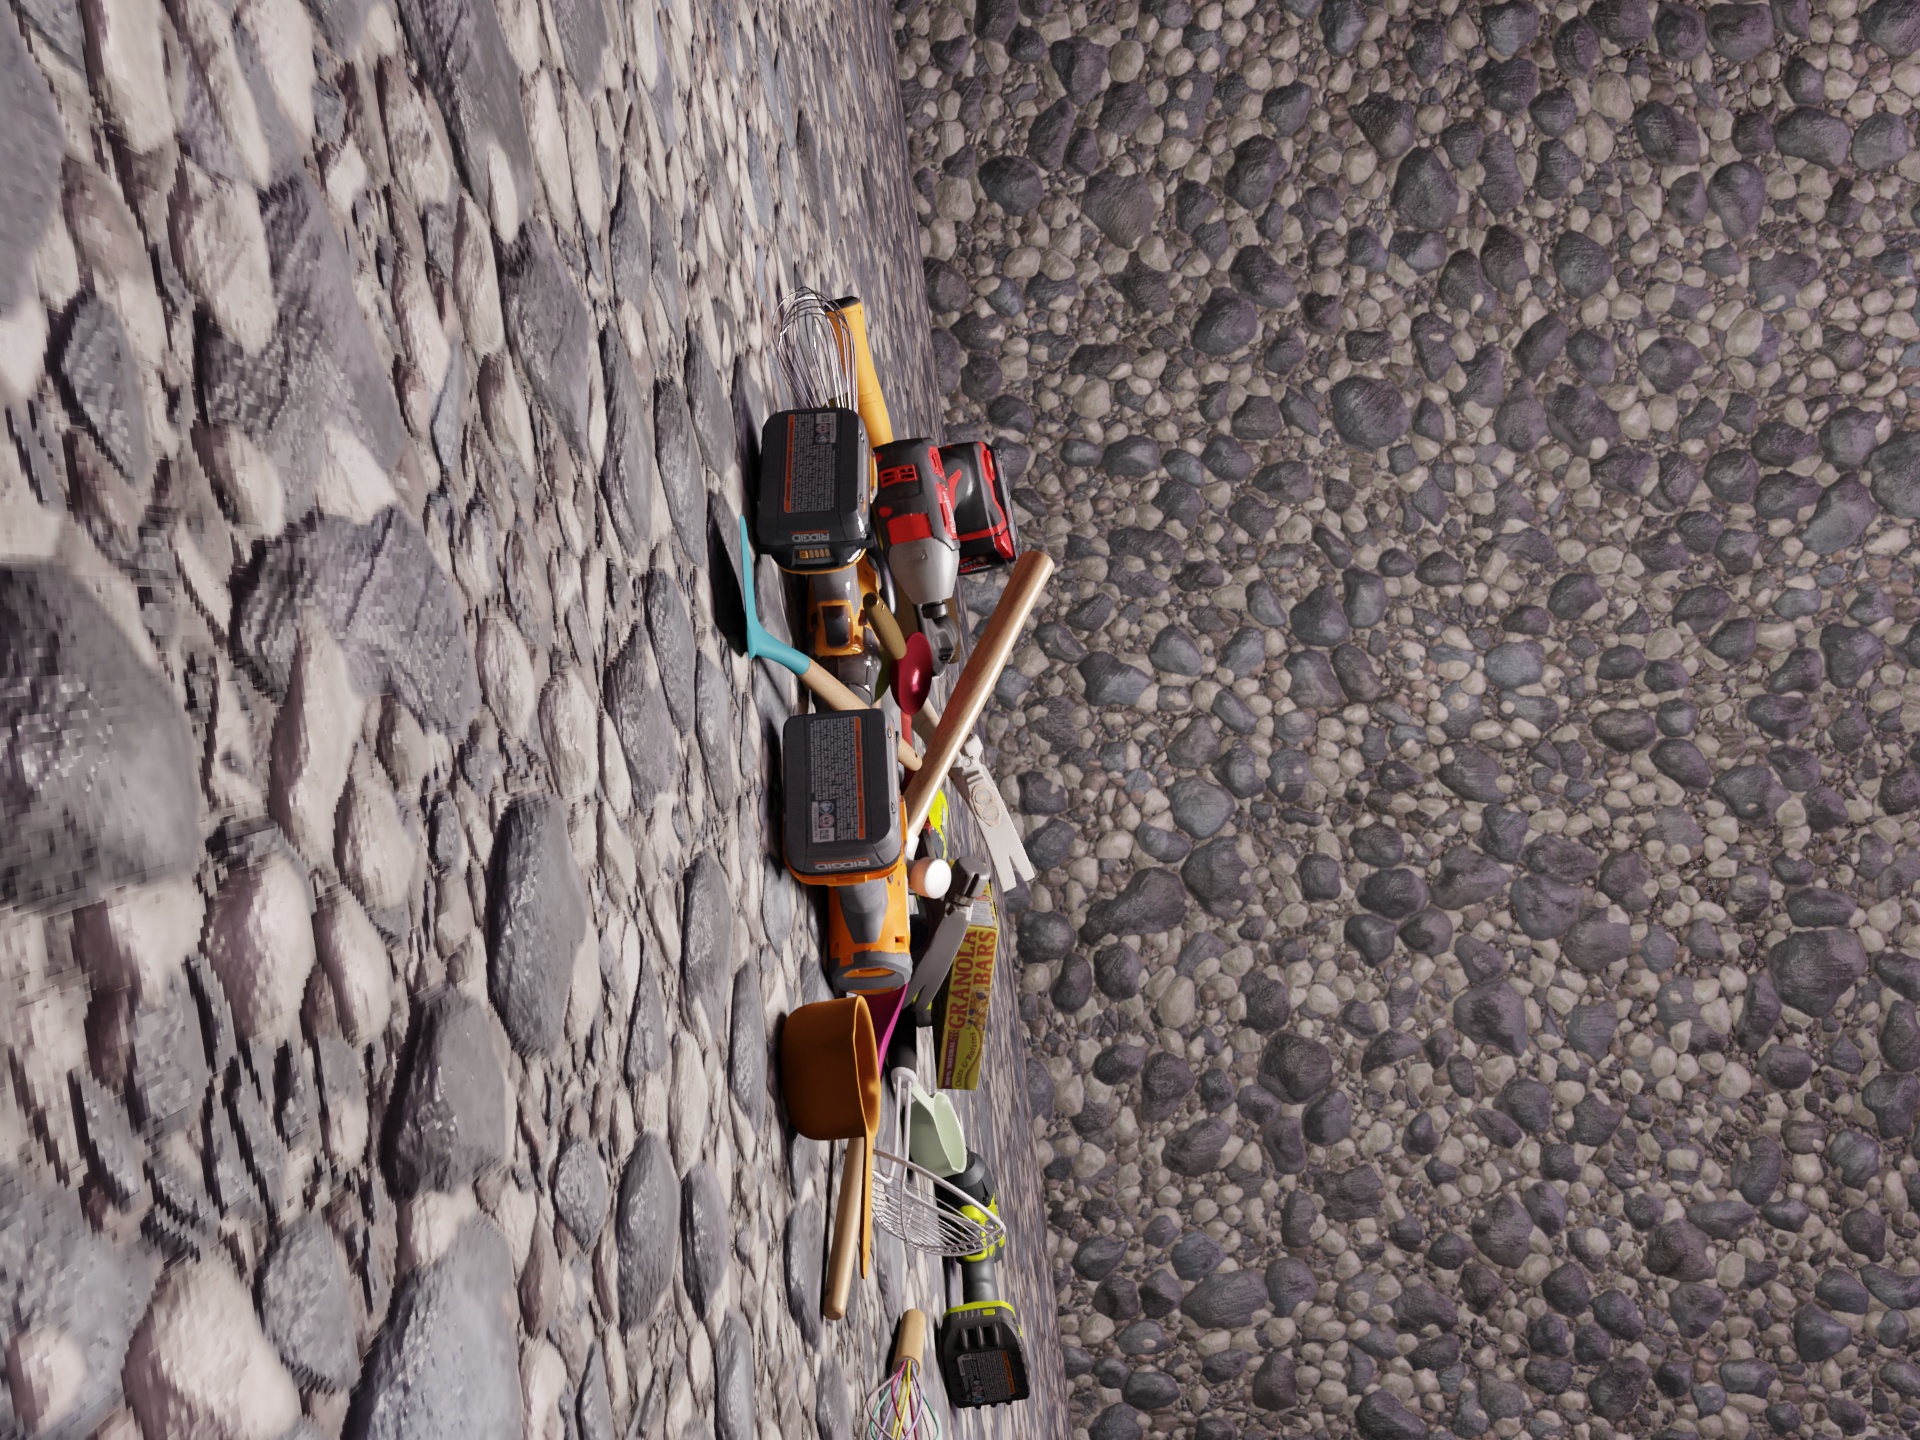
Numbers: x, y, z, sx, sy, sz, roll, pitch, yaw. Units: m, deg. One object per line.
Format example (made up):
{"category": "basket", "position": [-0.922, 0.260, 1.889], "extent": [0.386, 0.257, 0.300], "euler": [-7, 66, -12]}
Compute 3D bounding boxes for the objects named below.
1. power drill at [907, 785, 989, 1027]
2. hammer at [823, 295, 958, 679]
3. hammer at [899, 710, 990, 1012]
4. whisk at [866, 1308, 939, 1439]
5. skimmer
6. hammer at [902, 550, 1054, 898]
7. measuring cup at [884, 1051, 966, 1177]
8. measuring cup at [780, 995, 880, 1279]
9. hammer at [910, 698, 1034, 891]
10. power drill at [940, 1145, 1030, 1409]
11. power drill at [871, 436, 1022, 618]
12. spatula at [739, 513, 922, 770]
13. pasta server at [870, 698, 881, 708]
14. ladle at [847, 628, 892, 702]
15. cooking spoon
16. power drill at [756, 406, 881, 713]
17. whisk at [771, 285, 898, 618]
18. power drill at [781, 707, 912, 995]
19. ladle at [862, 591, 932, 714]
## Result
{"category": "power drill", "position": [-0.029, 0.190, 1.599], "extent": [0.191, 0.080, 0.228], "euler": [-89, 168, -69]}
{"category": "hammer", "position": [-0.064, -0.199, 1.388], "extent": [0.127, 0.034, 0.336], "euler": [-66, 144, -66]}
{"category": "hammer", "position": [-0.045, 0.102, 1.455], "extent": [0.359, 0.036, 0.149], "euler": [-110, -139, -59]}
{"category": "whisk", "position": [-0.039, 0.495, 1.200], "extent": [0.245, 0.051, 0.047], "euler": [-9, 86, -89]}
{"category": "skimmer", "position": [-0.029, 0.305, 1.293], "extent": [0.127, 0.090, 0.363], "euler": [35, 15, -13]}
{"category": "hammer", "position": [-0.002, -0.004, 1.340], "extent": [0.031, 0.130, 0.331], "euler": [44, 62, -38]}
{"category": "measuring cup", "position": [-0.045, 0.358, 1.457], "extent": [0.083, 0.038, 0.167], "euler": [-97, 160, -51]}
{"category": "measuring cup", "position": [-0.081, 0.256, 0.982], "extent": [0.095, 0.052, 0.174], "euler": [76, 10, -58]}
{"category": "hammer", "position": [-0.007, 0.046, 1.591], "extent": [0.411, 0.038, 0.146], "euler": [-130, -164, -75]}
{"category": "power drill", "position": [0.016, 0.557, 1.610], "extent": [0.223, 0.080, 0.171], "euler": [-98, 179, -53]}
{"category": "power drill", "position": [-0.014, -0.166, 1.339], "extent": [0.219, 0.078, 0.143], "euler": [-37, 116, -72]}
{"category": "spatula", "position": [-0.089, -0.029, 1.105], "extent": [0.317, 0.044, 0.082], "euler": [44, 33, -56]}
{"category": "pasta server", "position": [-0.072, 0.027, 1.404], "extent": [0.060, 0.040, 0.316], "euler": [126, -34, -63]}
{"category": "ladle", "position": [-0.105, -0.125, 1.436], "extent": [0.321, 0.062, 0.078], "euler": [-102, 177, -50]}
{"category": "cooking spoon", "position": [-0.069, 0.283, 1.139], "extent": [0.017, 0.068, 0.319], "euler": [40, 31, -22]}
{"category": "power drill", "position": [-0.098, -0.096, 1.188], "extent": [0.226, 0.084, 0.186], "euler": [84, 3, -55]}
{"category": "whisk", "position": [-0.096, -0.218, 1.321], "extent": [0.070, 0.070, 0.284], "euler": [-75, 151, -79]}
{"category": "power drill", "position": [-0.077, 0.083, 1.154], "extent": [0.226, 0.084, 0.164], "euler": [84, 1, -58]}
{"category": "ladle", "position": [-0.050, -0.056, 1.201], "extent": [0.315, 0.031, 0.069], "euler": [67, 32, -81]}
